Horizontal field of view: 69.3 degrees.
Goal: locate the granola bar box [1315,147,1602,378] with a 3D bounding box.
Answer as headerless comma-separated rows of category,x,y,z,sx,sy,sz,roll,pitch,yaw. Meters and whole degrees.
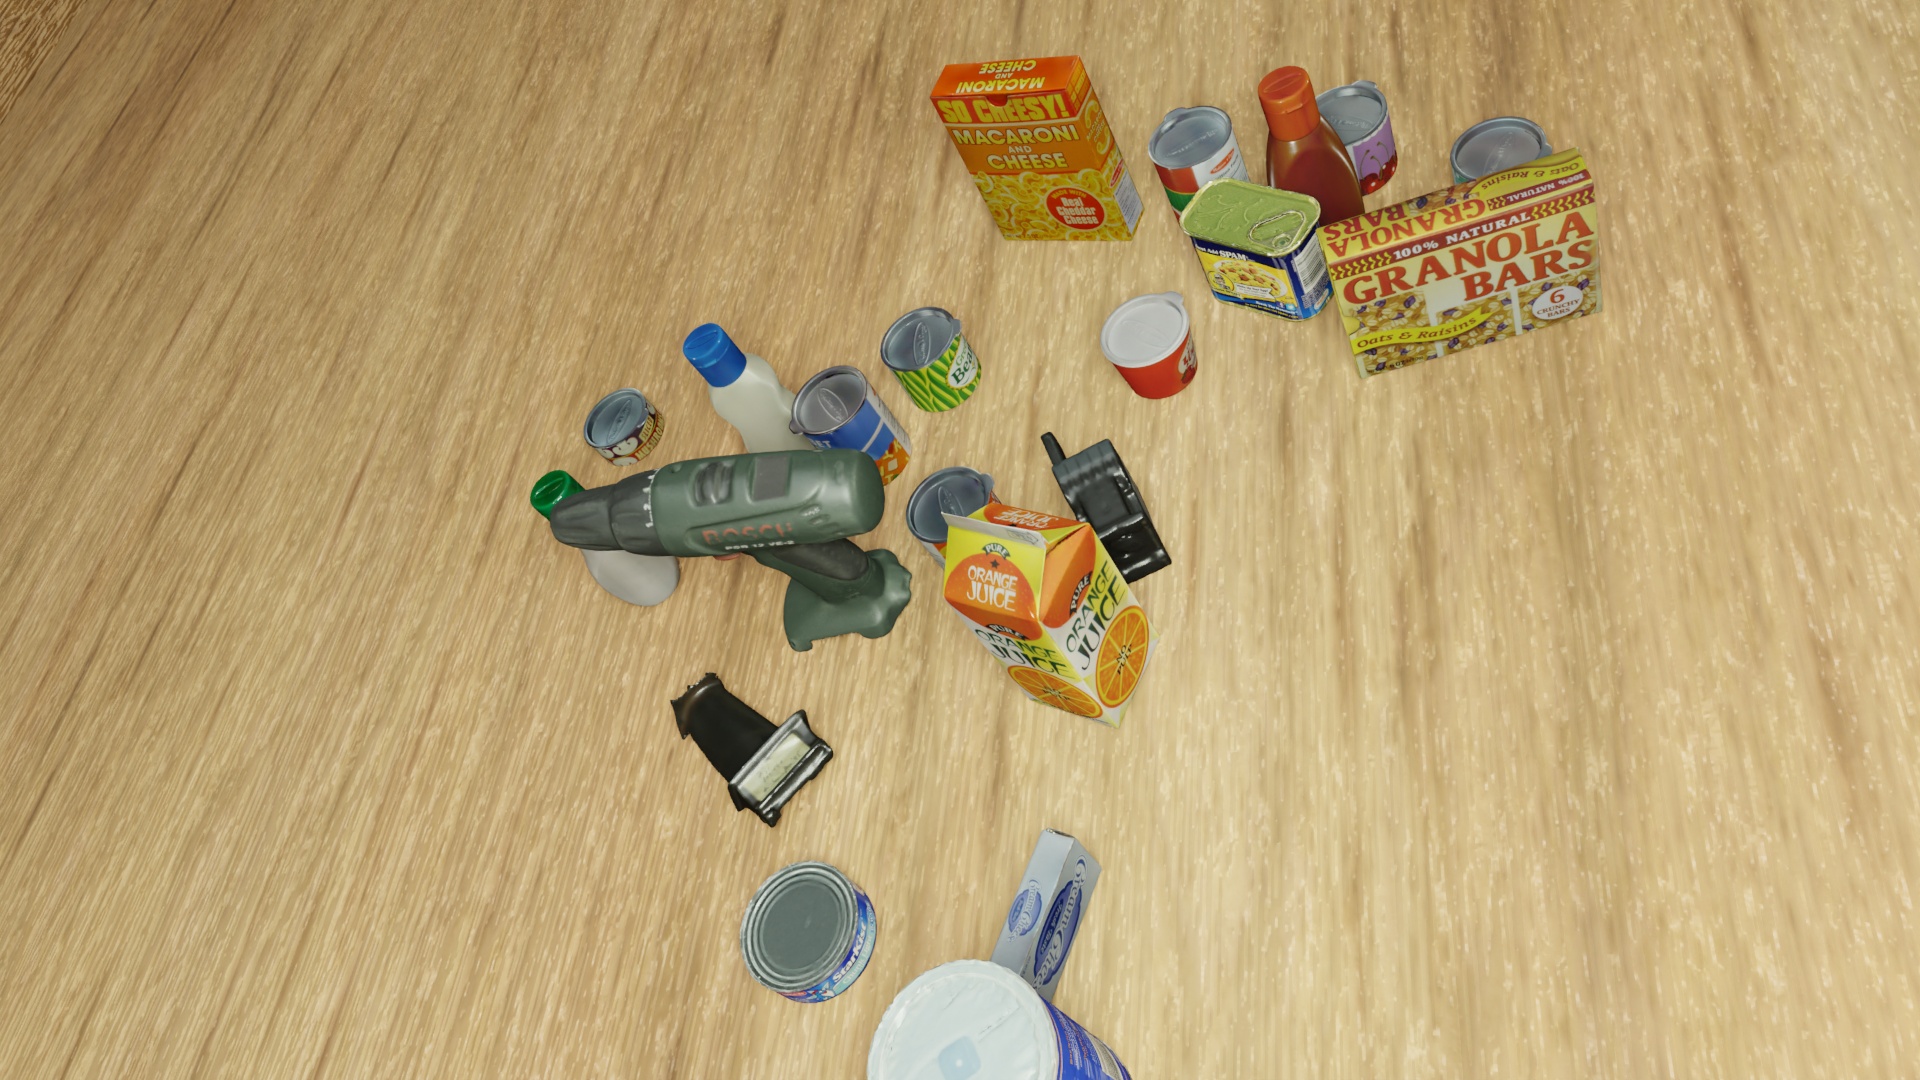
granola bar box,0.334,-0.179,0.923,0.165,0.124,0.039,-15,53,18

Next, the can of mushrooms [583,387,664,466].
can of mushrooms,-0.303,-0.102,1.259,0.071,0.033,0.071,-14,53,19

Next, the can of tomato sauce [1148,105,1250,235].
can of tomato sauce,0.191,-0.291,1.101,0.071,0.083,0.071,-14,53,19

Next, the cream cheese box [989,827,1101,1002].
cream cheese box,0.049,0.231,0.832,0.024,0.053,0.104,10,63,32

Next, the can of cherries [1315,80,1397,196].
can of cherries,0.302,-0.309,1.073,0.071,0.058,0.072,-14,53,19

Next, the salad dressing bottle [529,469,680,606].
salad dressing bottle,-0.281,-0.001,1.102,0.064,0.147,0.044,-30,50,6

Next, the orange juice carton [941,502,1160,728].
orange juice carton,0.054,0.039,0.871,0.072,0.192,0.073,14,66,34

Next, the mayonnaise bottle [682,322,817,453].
mayonnaise bottle,-0.170,-0.117,1.124,0.064,0.147,0.041,-25,50,11

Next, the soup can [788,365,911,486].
soup can,-0.088,-0.086,1.103,0.071,0.083,0.072,-14,53,19

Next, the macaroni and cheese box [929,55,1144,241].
macaroni and cheese box,0.065,-0.312,1.127,0.124,0.166,0.040,7,62,31

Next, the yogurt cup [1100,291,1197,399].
yogurt cup,0.145,-0.143,1.042,0.072,0.053,0.073,-14,53,19

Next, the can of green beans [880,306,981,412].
can of green beans,-0.023,-0.146,1.129,0.071,0.057,0.071,-14,53,19

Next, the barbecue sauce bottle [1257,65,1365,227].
barbecue sauce bottle,0.253,-0.279,1.018,0.065,0.148,0.044,-23,51,13

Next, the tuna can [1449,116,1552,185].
tuna can,0.397,-0.275,1.017,0.071,0.032,0.071,-14,53,19

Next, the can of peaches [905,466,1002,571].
can of peaches,0.004,-0.013,1.022,0.071,0.058,0.071,-14,53,19
